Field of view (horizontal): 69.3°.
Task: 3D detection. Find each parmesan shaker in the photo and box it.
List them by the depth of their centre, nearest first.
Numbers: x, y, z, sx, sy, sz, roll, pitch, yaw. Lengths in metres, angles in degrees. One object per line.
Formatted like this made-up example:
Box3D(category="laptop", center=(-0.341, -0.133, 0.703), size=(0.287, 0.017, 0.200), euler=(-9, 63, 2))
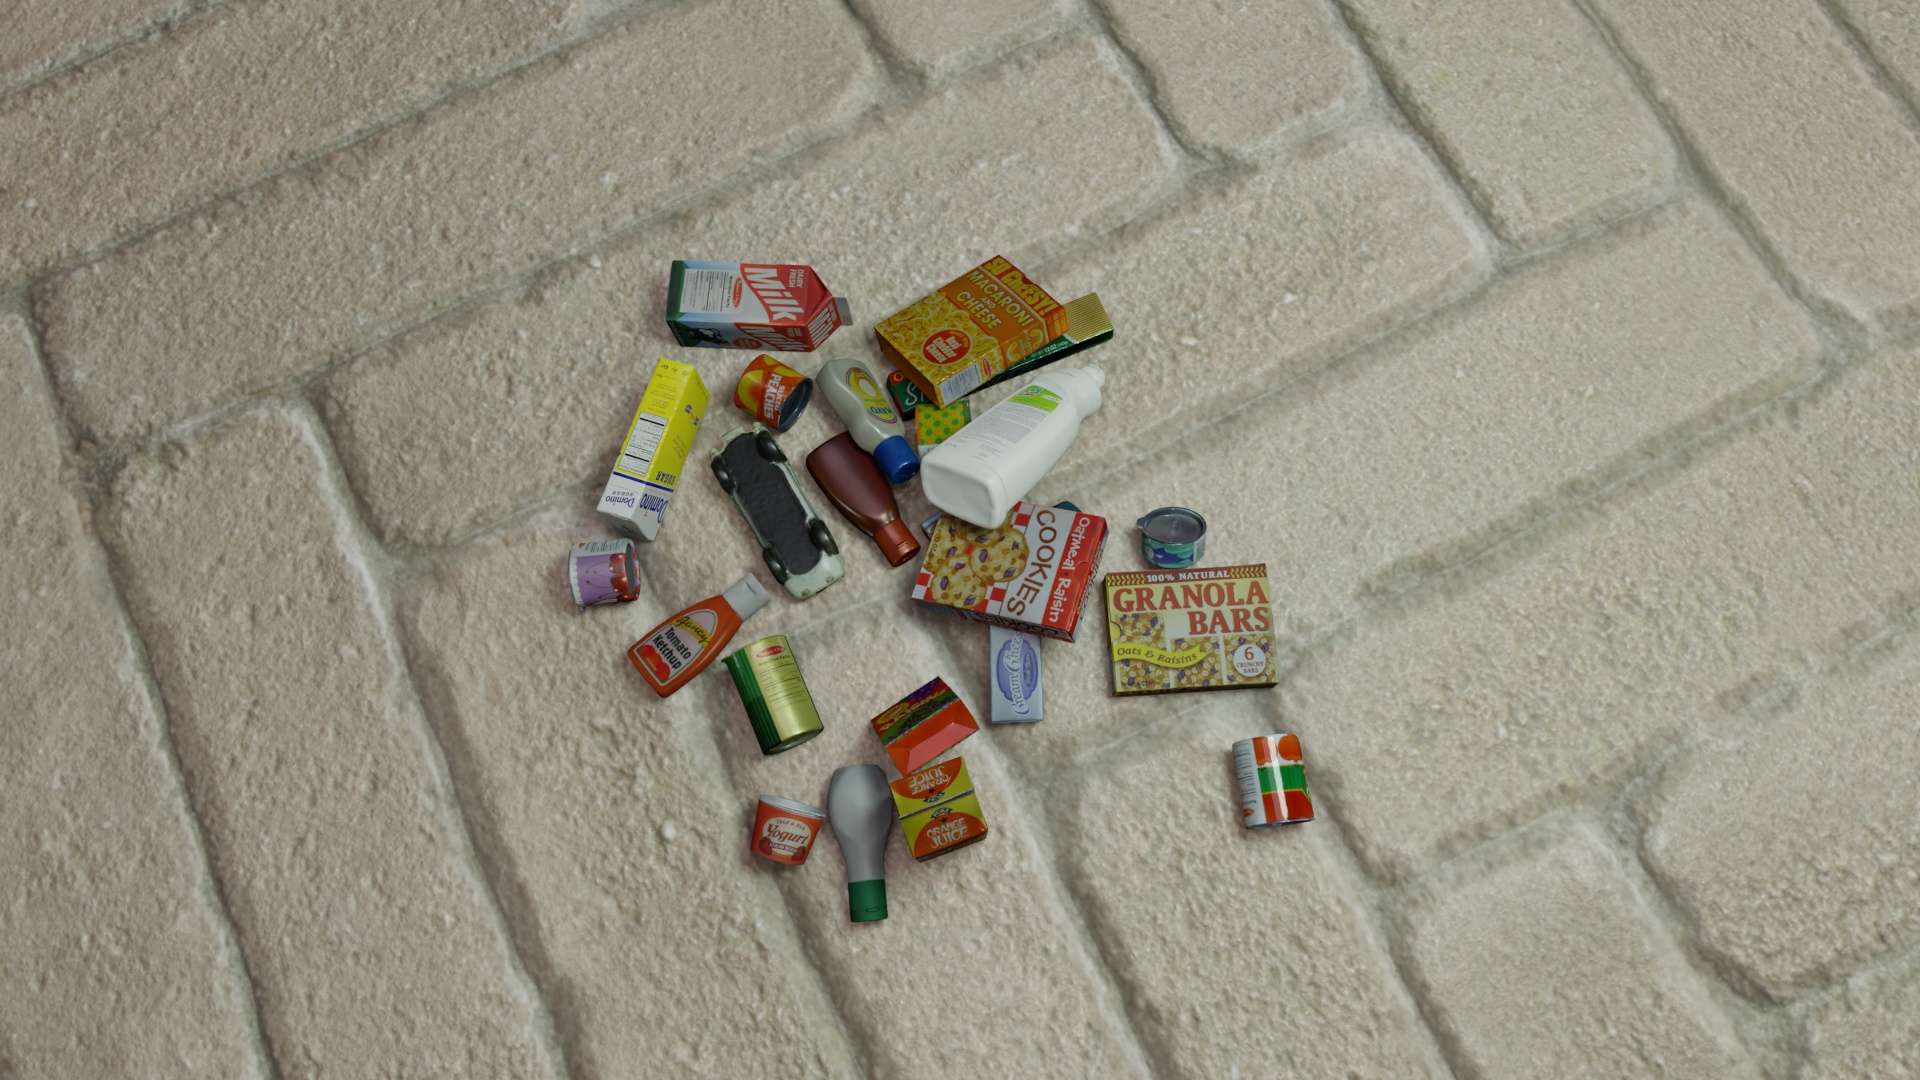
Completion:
Box3D(category="parmesan shaker", center=(-0.188, 0.155, 1.382), size=(0.071, 0.071, 0.103), euler=(-23, 75, -5))

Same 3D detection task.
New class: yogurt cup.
Box3D(category="yogurt cup", center=(-0.170, 0.281, 1.348), size=(0.072, 0.072, 0.054), euler=(16, 83, 6))

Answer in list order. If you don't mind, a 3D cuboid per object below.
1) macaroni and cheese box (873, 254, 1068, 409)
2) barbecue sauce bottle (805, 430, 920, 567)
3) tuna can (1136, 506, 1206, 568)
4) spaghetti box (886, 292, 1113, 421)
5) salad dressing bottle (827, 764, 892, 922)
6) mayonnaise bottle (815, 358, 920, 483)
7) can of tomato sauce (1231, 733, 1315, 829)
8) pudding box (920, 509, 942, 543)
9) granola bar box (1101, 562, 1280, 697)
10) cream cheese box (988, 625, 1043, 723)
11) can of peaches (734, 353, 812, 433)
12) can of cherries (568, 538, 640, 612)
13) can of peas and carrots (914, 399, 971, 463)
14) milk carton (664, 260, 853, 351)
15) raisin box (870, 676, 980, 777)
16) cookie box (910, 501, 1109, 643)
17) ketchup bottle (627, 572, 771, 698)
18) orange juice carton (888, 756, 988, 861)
Box3D(category="macaroni and cheese box", center=(0.011, -0.224, 1.470), size=(0.167, 0.040, 0.124), euler=(-33, 52, -14))
Box3D(category="barbecue sauce bottle", center=(-0.097, -0.041, 1.449), size=(0.065, 0.043, 0.149), euler=(-33, 76, -14))
Box3D(category="tuna can", center=(0.215, -0.003, 1.420), size=(0.071, 0.032, 0.071), euler=(-2, 36, 2))
Box3D(category="spaghetti box", center=(0.043, -0.198, 1.499), size=(0.250, 0.028, 0.050), euler=(-22, 74, -5))
Box3D(category="salad dressing bottle", center=(-0.095, 0.294, 1.352), size=(0.064, 0.044, 0.148), euler=(-1, 75, -17))
Box3D(category="mayonnaise bottle", center=(-0.093, -0.126, 1.455), size=(0.041, 0.065, 0.148), euler=(-49, 62, 32))
Box3D(category="can of tomato sauce", center=(0.305, 0.234, 1.349), size=(0.071, 0.071, 0.083), euler=(-7, 73, 0))
Box3D(category="pudding box", center=(0.005, -0.018, 1.447), size=(0.084, 0.030, 0.050), euler=(-35, 77, -8))
Box3D(category="granola bar box", center=(0.232, 0.091, 1.405), size=(0.166, 0.039, 0.124), euler=(-4, 74, 0))
Box3D(category="cream cheese box", center=(0.056, 0.130, 1.394), size=(0.053, 0.024, 0.104), euler=(-2, 88, 0))
Box3D(category="can of peaches", center=(-0.199, -0.156, 1.471), size=(0.058, 0.071, 0.071), euler=(30, 77, 10))
Box3D(category="can of cherries", center=(-0.364, 0.035, 1.424), size=(0.058, 0.071, 0.071), euler=(-7, 74, -1))
Box3D(category="can of peas and carrots", center=(-0.016, -0.114, 1.457), size=(0.059, 0.070, 0.071), euler=(-6, 74, 0))
Box3D(category="milk carton", center=(-0.214, -0.251, 1.499), size=(0.191, 0.072, 0.073), euler=(3, 74, 3))
Box3D(category="raisin box", center=(-0.036, 0.178, 1.342), size=(0.086, 0.123, 0.040), euler=(-33, 100, -7))
Box3D(category="cookie box", center=(0.050, 0.023, 1.370), size=(0.167, 0.040, 0.123), euler=(11, 70, 22))
Box3D(category="ketchup bottle", center=(-0.262, 0.092, 1.415), size=(0.149, 0.043, 0.065), euler=(-38, 76, -10))
Box3D(category="orange juice carton", center=(-0.020, 0.250, 1.286), size=(0.072, 0.192, 0.073), euler=(-19, 76, -5))
